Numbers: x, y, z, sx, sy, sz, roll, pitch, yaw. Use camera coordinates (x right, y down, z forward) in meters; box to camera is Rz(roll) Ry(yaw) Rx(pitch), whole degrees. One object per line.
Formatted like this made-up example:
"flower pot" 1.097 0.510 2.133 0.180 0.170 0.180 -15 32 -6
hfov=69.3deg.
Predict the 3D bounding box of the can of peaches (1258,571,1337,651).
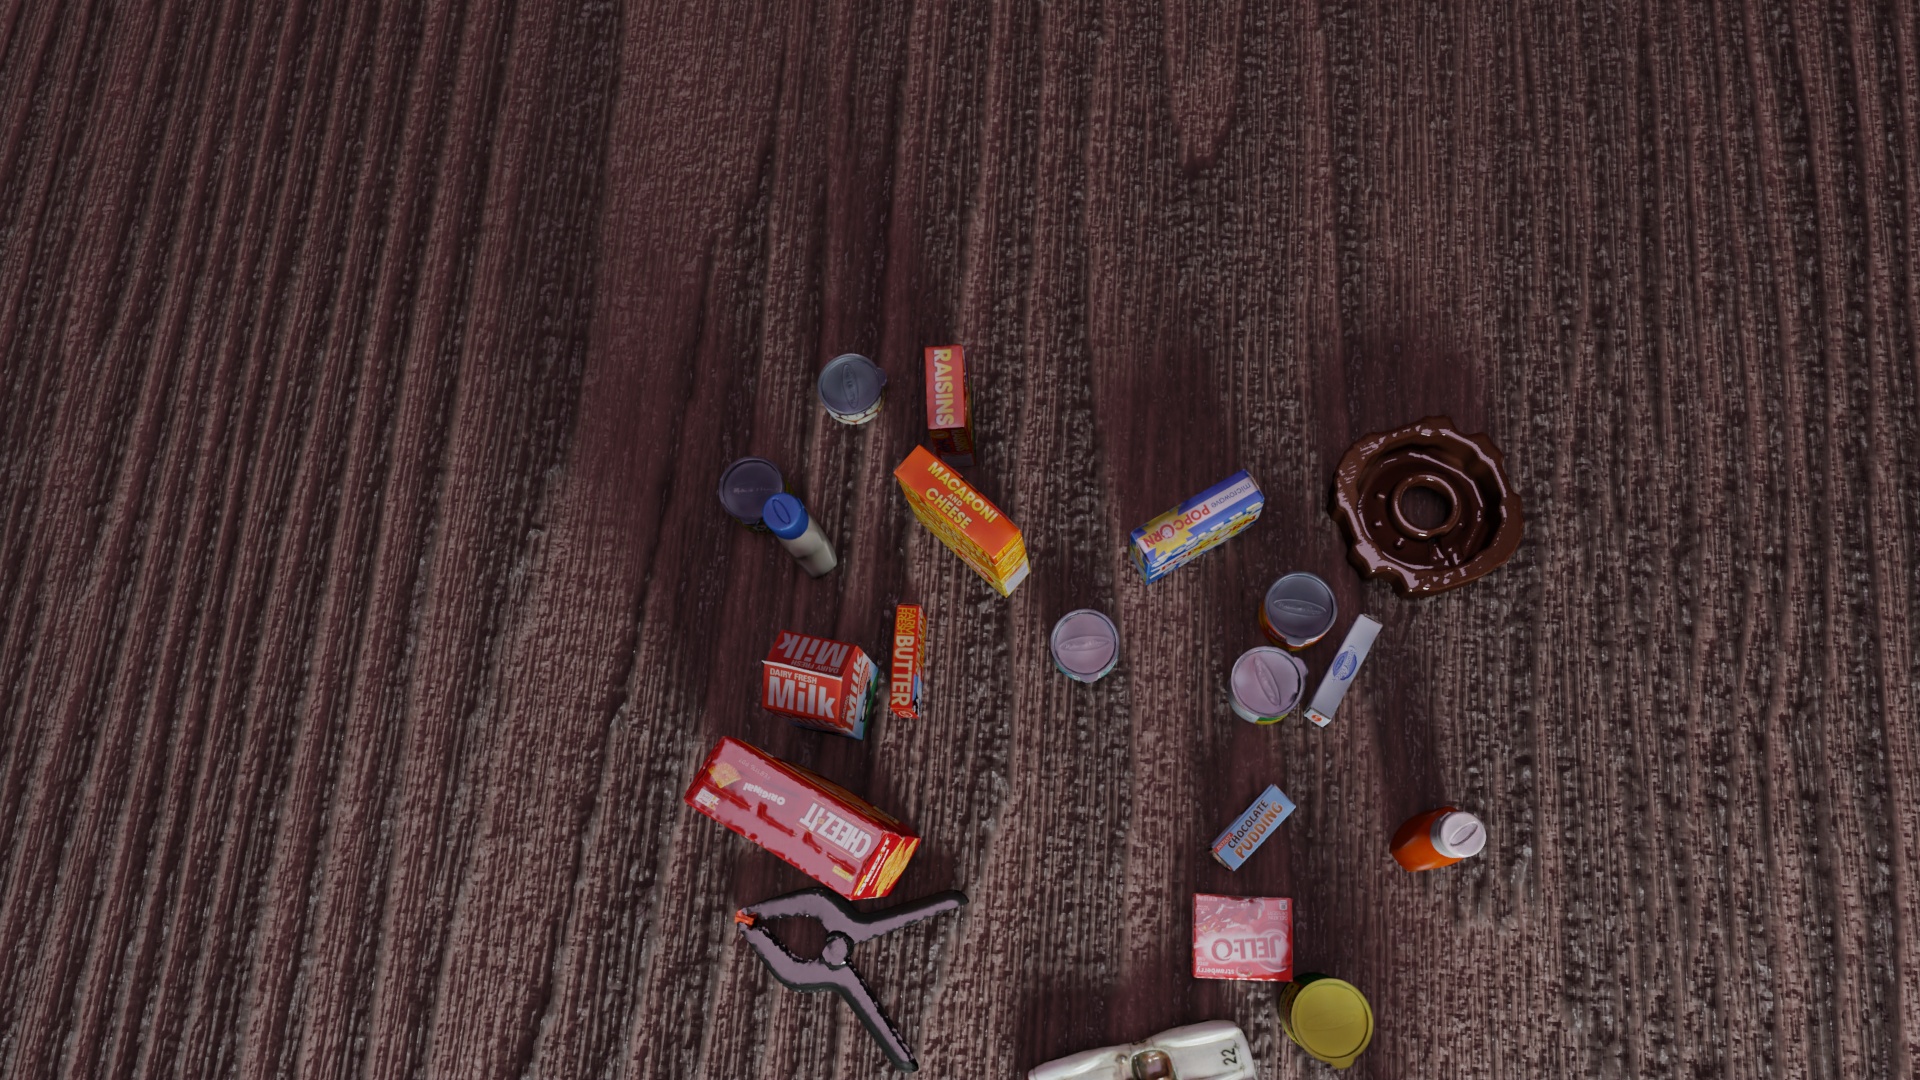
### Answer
"can of peaches" 0.315 0.070 1.306 0.071 0.058 0.071 -1 75 5

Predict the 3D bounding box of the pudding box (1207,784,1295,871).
"pudding box" 0.264 0.261 1.263 0.084 0.049 0.030 -44 76 -7

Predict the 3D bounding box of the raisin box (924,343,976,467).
"raisin box" -0.009 -0.129 1.356 0.040 0.123 0.086 -3 75 5

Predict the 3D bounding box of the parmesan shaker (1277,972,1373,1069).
"parmesan shaker" 0.311 0.410 1.191 0.071 0.103 0.071 -1 75 5

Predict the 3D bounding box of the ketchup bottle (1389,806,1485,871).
"ketchup bottle" 0.415 0.256 1.199 0.065 0.148 0.043 -38 75 -5

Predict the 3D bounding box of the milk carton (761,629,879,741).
"milk carton" -0.127 0.131 1.262 0.072 0.190 0.073 11 77 8

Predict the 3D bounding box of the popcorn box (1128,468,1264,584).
"popcorn box" 0.223 -0.012 1.322 0.127 0.085 0.038 -29 75 -3

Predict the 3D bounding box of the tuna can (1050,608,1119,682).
"tuna can" 0.119 0.103 1.328 0.071 0.032 0.071 -1 75 5

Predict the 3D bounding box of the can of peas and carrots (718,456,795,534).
"can of peas and carrots" -0.201 -0.042 1.384 0.071 0.058 0.071 -1 75 5

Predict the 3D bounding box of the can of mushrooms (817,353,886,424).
"can of mushrooms" -0.108 -0.154 1.419 0.071 0.033 0.071 -1 75 5

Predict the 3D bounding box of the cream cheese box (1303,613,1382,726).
"cream cheese box" 0.354 0.121 1.291 0.024 0.053 0.104 29 80 12

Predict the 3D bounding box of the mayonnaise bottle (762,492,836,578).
"mayonnaise bottle" -0.156 -0.009 1.324 0.041 0.147 0.065 -32 75 -3

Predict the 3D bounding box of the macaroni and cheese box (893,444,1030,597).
"macaroni and cheese box" 0.005 -0.016 1.302 0.124 0.166 0.040 41 83 14

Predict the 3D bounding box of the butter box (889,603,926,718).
"butter box" -0.050 0.116 1.330 0.024 0.053 0.104 2 75 6

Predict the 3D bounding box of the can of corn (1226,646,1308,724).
"can of corn" 0.285 0.134 1.291 0.071 0.058 0.071 -1 75 5
